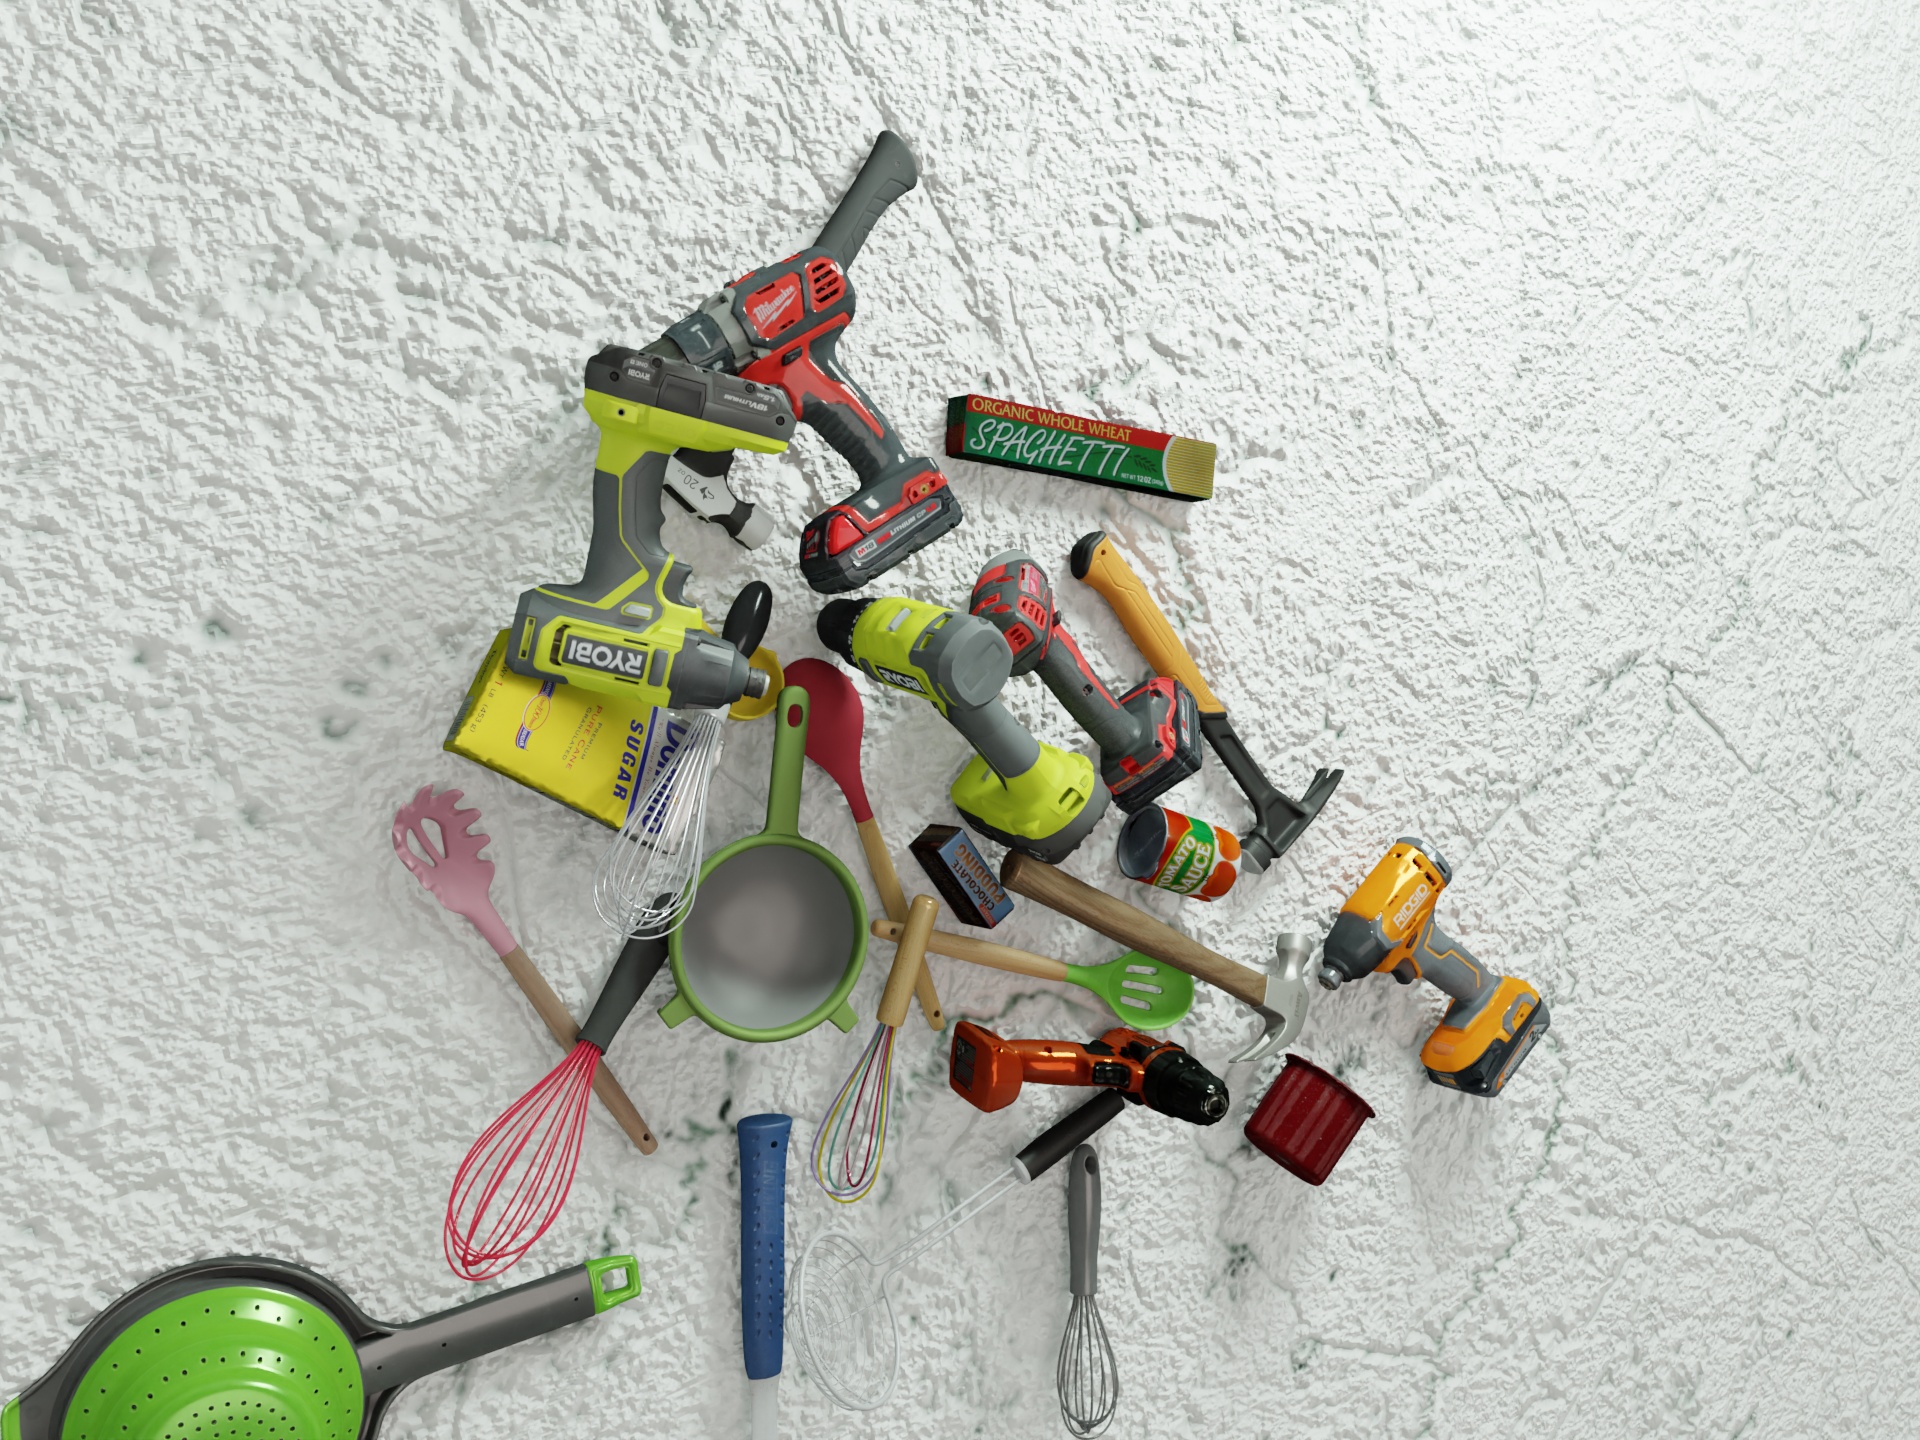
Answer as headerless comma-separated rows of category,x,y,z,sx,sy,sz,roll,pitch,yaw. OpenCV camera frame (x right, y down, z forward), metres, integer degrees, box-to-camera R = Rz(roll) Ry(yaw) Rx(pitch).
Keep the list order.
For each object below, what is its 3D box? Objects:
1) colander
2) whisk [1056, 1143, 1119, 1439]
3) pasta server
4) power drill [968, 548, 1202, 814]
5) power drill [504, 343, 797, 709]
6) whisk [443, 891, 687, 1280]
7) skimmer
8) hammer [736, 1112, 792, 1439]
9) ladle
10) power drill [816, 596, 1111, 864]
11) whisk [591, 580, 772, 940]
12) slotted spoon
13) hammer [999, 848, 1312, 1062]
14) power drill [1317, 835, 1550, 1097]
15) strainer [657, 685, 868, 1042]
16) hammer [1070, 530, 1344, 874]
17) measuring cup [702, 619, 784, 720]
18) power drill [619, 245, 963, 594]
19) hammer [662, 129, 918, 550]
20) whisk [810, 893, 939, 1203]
colander,-0.389,0.434,1.025,0.397,0.094,0.204,-11,97,-27
whisk,0.105,0.472,1.319,0.055,0.055,0.239,2,86,-28
pasta server,-0.295,0.181,1.102,0.060,0.040,0.316,-43,111,-36
power drill,0.093,-0.041,1.260,0.078,0.143,0.219,-37,113,25
power drill,-0.191,-0.121,1.048,0.171,0.080,0.223,13,100,-15
whisk,-0.261,0.239,1.080,0.073,0.073,0.296,42,53,-22
skimmer,0.016,0.383,1.227,0.363,0.090,0.127,-28,92,-31
hammer,-0.152,0.500,1.187,0.144,0.035,0.405,-1,91,-28
ladle,-0.067,0.100,1.230,0.069,0.031,0.315,-26,104,-26
power drill,-0.002,-0.004,1.190,0.080,0.191,0.228,-50,126,-17
whisk,-0.183,0.021,1.101,0.070,0.070,0.285,31,60,-25
slotted spoon,0.062,0.197,1.289,0.313,0.031,0.070,18,81,-30
hammer,0.167,0.187,1.323,0.331,0.031,0.130,28,59,-26
power drill,0.429,0.242,1.469,0.164,0.084,0.226,-45,106,-19
strainer,-0.143,0.102,1.164,0.151,0.069,0.256,7,87,-27
hammer,0.205,-0.029,1.367,0.127,0.034,0.336,-45,110,-19
measuring cup,-0.195,-0.061,1.163,0.156,0.029,0.062,45,66,-9
power drill,-0.121,-0.201,1.128,0.188,0.080,0.226,-34,104,-20
hammer,-0.129,-0.303,1.182,0.146,0.035,0.335,35,75,-25
whisk,-0.057,0.251,1.208,0.051,0.047,0.245,15,95,-34
